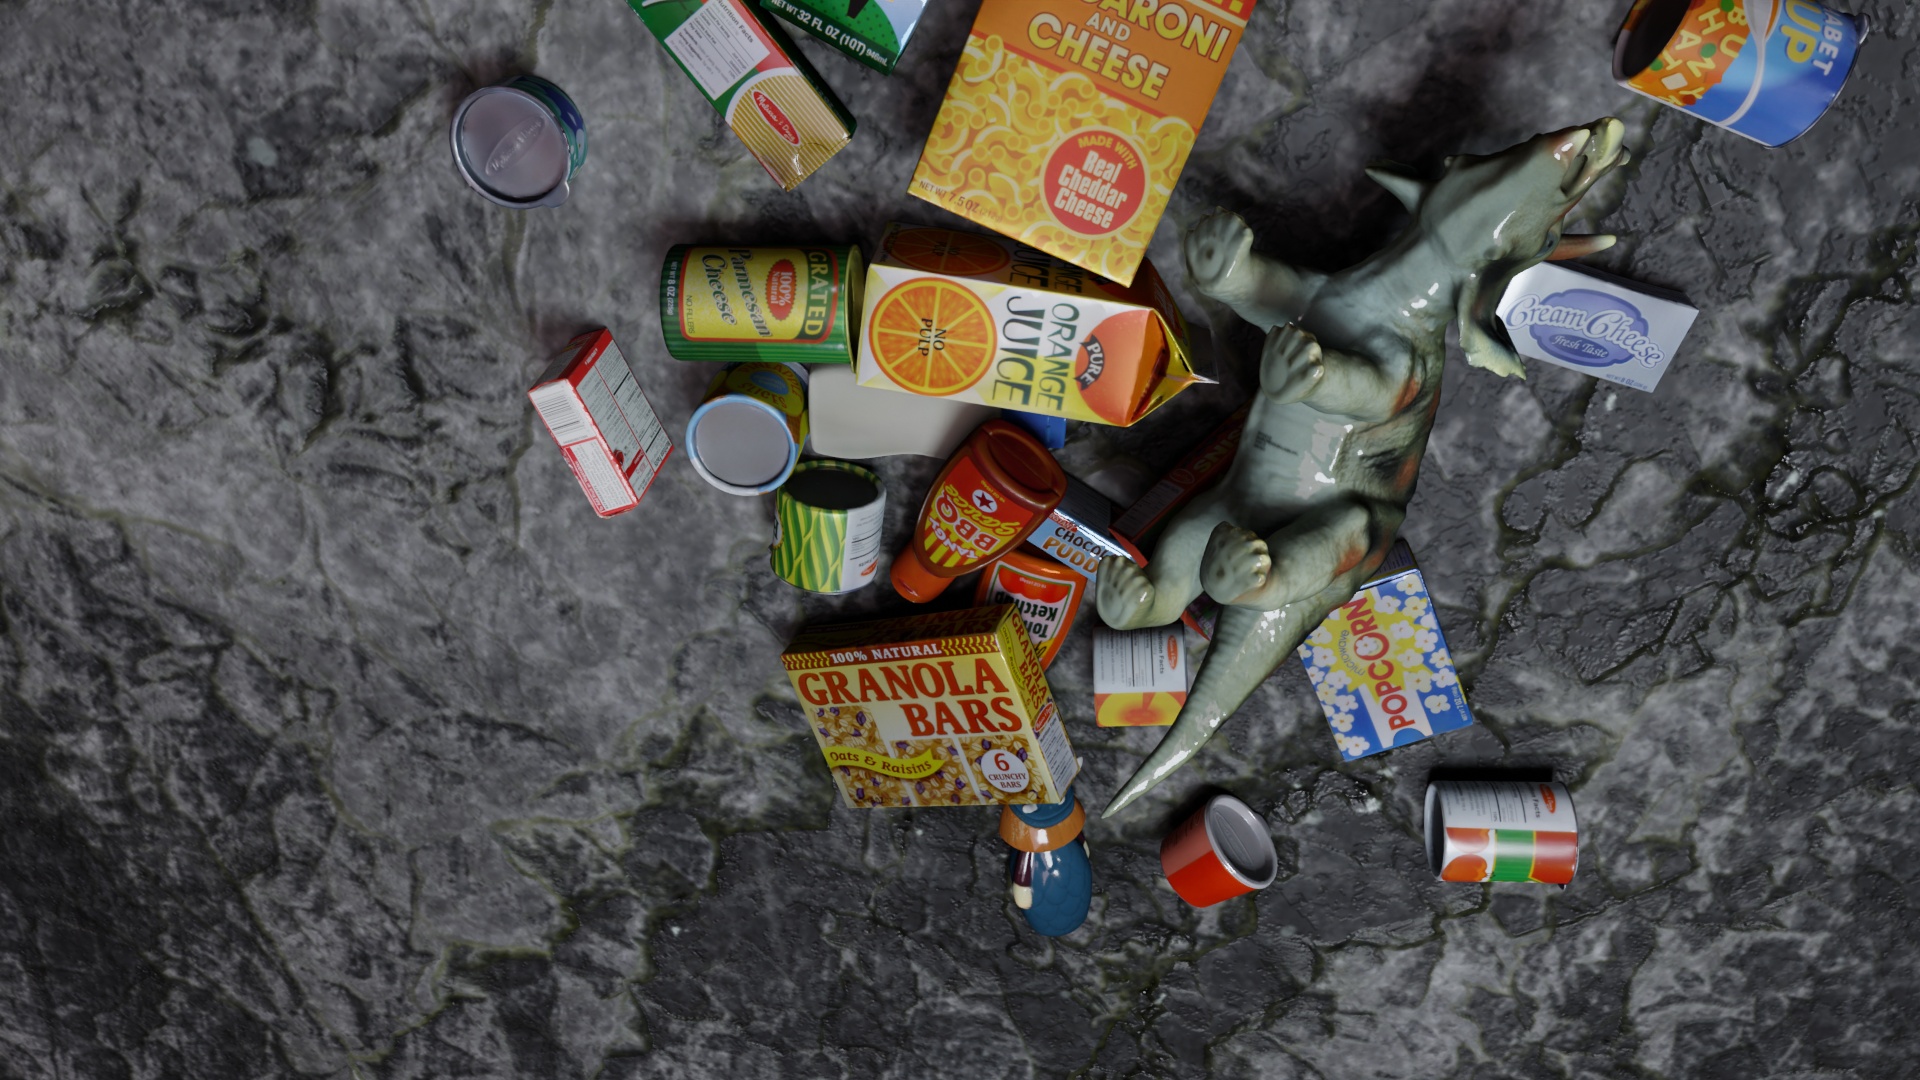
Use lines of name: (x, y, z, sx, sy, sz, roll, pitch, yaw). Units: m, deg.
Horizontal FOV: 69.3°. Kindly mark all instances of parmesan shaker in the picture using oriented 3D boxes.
parmesan shaker: (-0.108, -0.129, 0.770, 0.103, 0.072, 0.071, 1, 121, 5)

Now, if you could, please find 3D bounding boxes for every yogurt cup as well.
yogurt cup: (0.174, 0.216, 0.951, 0.072, 0.073, 0.053, 38, 125, -16)

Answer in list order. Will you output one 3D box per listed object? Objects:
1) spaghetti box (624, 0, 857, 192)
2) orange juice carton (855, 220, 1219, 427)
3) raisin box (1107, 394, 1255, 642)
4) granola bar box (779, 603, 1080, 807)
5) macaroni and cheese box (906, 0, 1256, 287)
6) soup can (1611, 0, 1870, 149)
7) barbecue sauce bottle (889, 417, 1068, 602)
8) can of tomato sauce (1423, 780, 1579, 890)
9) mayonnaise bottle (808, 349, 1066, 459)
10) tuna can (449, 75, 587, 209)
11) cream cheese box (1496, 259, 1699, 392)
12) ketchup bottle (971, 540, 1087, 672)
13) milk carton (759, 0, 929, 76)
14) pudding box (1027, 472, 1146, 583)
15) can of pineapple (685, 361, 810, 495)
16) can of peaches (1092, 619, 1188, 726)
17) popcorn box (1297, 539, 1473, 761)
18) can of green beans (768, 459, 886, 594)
spaghetti box: (-0.150, -0.292, 0.702, 0.050, 0.029, 0.249, -32, 113, 22)
orange juice carton: (0.045, -0.117, 0.762, 0.193, 0.072, 0.072, 9, 122, 1)
raisin box: (0.159, -0.015, 0.801, 0.123, 0.040, 0.086, -42, 110, -4)
granola bar box: (-0.020, 0.108, 0.883, 0.165, 0.039, 0.124, -8, 113, 33)
macaroni and cheese box: (0.061, -0.227, 0.689, 0.124, 0.040, 0.166, 22, 105, -6)
soup can: (0.369, -0.236, 0.662, 0.084, 0.072, 0.071, 20, 120, -6)
barbecue sauce bottle: (0.003, -0.010, 0.817, 0.065, 0.044, 0.147, 41, 142, -1)
can of tomato sauce: (0.355, 0.194, 0.917, 0.083, 0.071, 0.070, 0, 120, 7)
mayonnaise bottle: (-0.013, -0.076, 0.810, 0.148, 0.041, 0.064, 4, 128, 2)
tuna can: (-0.237, -0.215, 0.754, 0.071, 0.033, 0.070, 2, 121, 4)
cream cheese box: (0.339, -0.121, 0.758, 0.104, 0.024, 0.053, 15, 119, -4)
ketchup bottle: (0.033, 0.064, 0.886, 0.065, 0.044, 0.148, 17, 121, 0)
milk carton: (-0.018, -0.324, 0.644, 0.072, 0.074, 0.189, 27, 119, -10)
pudding box: (0.080, -0.003, 0.838, 0.083, 0.050, 0.030, 31, 120, -13)
can of pineapple: (-0.122, -0.069, 0.814, 0.071, 0.058, 0.070, 2, 120, 4)
can of peaches: (0.114, 0.086, 0.878, 0.058, 0.071, 0.071, -3, 120, 7)
popcorn box: (0.260, 0.070, 0.871, 0.085, 0.038, 0.126, -21, 116, 15)
can of green beans: (-0.080, -0.009, 0.841, 0.071, 0.071, 0.057, 9, 121, 0)
